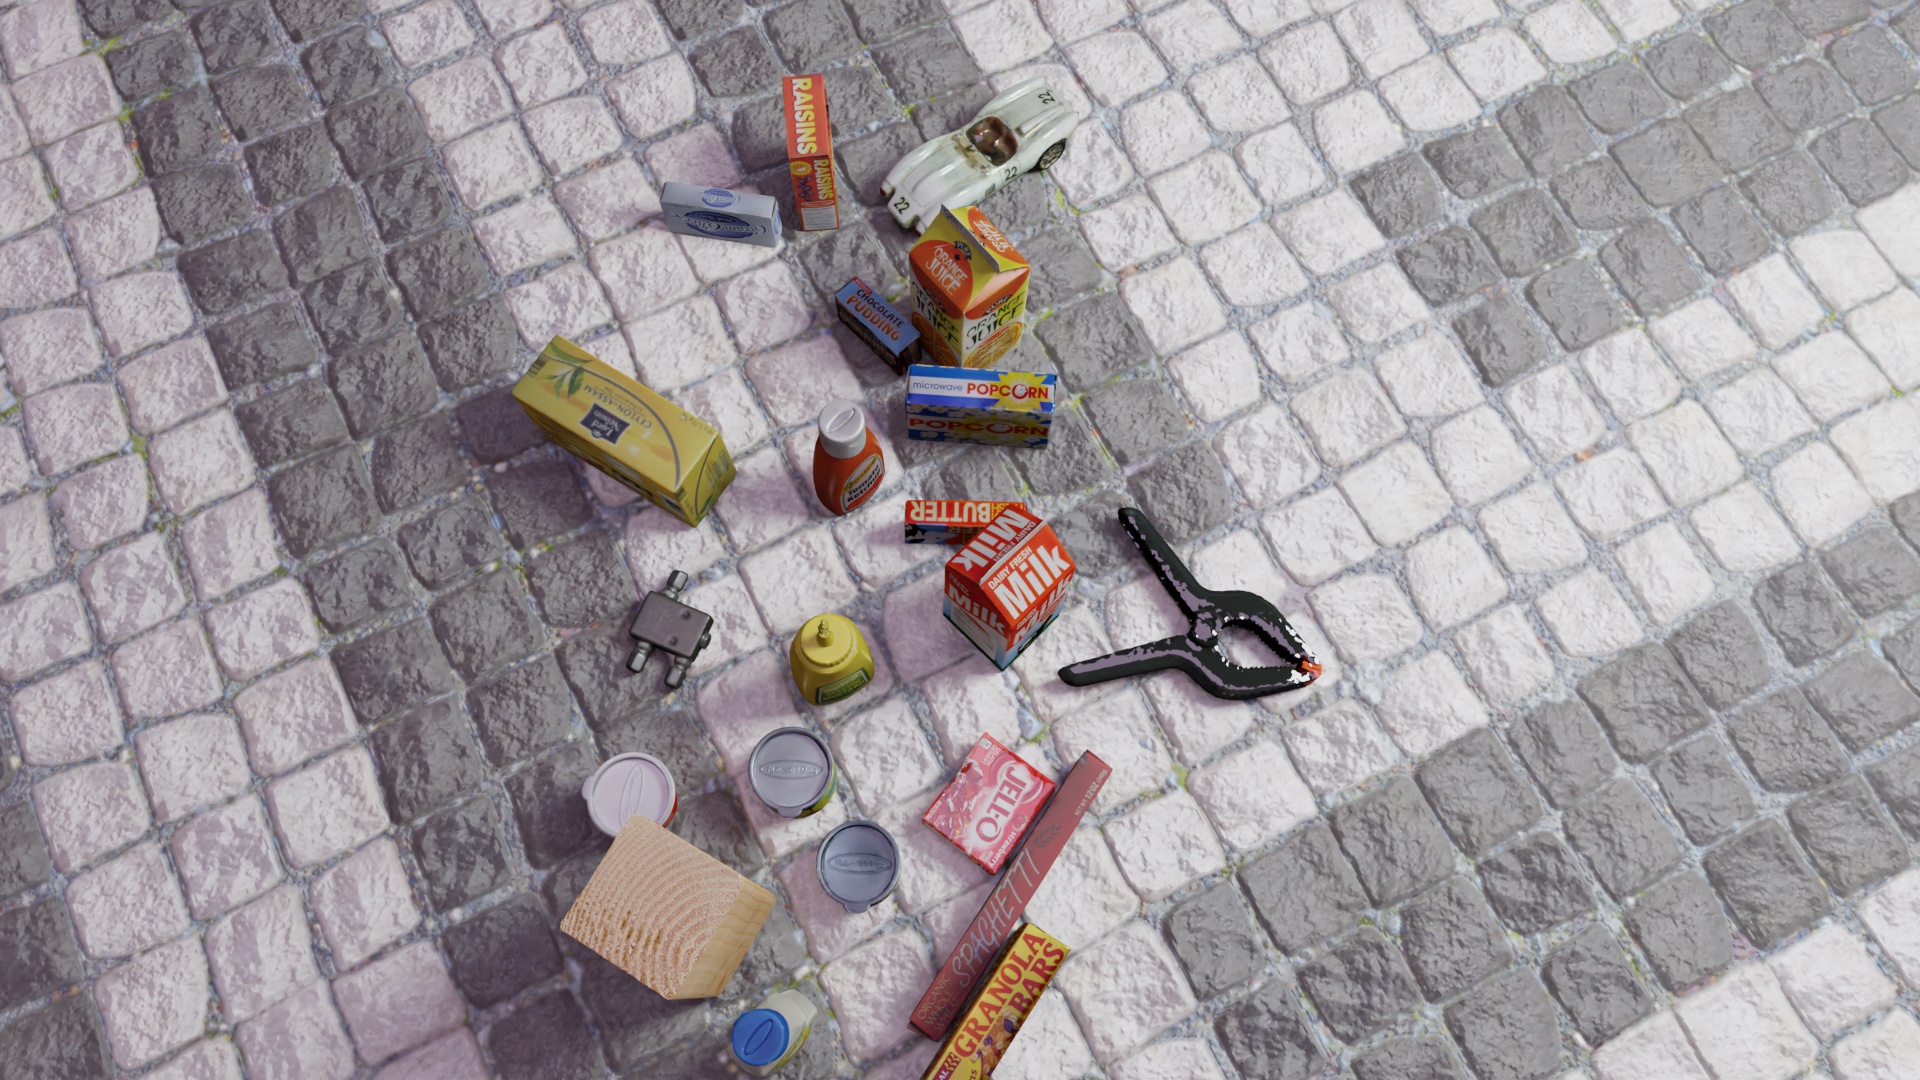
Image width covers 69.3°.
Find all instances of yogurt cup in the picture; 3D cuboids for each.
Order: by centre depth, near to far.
[{"bbox_3d":[-0.256,0.205,1.097,0.072,0.053,0.072,0,72,-1],"label":"yogurt cup"}]

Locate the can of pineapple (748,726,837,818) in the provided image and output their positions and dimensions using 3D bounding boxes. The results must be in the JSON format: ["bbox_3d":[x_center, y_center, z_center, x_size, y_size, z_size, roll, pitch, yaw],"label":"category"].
[{"bbox_3d":[-0.133,0.187,1.103,0.071,0.057,0.071,0,72,-1],"label":"can of pineapple"}]

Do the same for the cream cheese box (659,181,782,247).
[{"bbox_3d":[-0.217,-0.297,1.265,0.104,0.053,0.024,9,72,2],"label":"cream cheese box"}]

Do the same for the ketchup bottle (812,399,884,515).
[{"bbox_3d":[-0.094,-0.071,1.142,0.043,0.148,0.065,42,76,12],"label":"ketchup bottle"}]

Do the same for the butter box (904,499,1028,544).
[{"bbox_3d":[0.004,-0.015,1.176,0.103,0.053,0.024,1,72,-1],"label":"butter box"}]

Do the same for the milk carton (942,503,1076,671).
[{"bbox_3d":[0.037,0.035,1.088,0.073,0.190,0.072,44,77,12],"label":"milk carton"}]

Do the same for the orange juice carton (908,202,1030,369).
[{"bbox_3d":[0.006,-0.210,1.167,0.073,0.192,0.072,-37,76,-12],"label":"orange juice carton"}]

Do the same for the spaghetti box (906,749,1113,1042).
[{"bbox_3d":[0.040,0.276,1.081,0.029,0.050,0.251,33,74,9],"label":"spaghetti box"}]

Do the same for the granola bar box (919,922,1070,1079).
[{"bbox_3d":[0.015,0.360,1.014,0.039,0.124,0.166,33,74,9],"label":"granola bar box"}]

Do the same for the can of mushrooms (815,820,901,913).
[{"bbox_3d":[-0.080,0.258,1.094,0.071,0.033,0.071,0,72,-1],"label":"can of mushrooms"}]

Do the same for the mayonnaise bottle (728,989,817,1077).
[{"bbox_3d":[-0.137,0.356,1.000,0.041,0.147,0.065,37,75,10],"label":"mayonnaise bottle"}]

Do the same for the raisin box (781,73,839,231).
[{"bbox_3d":[-0.133,-0.346,1.246,0.040,0.123,0.086,-5,72,-2],"label":"raisin box"}]

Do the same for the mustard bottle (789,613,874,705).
[{"bbox_3d":[-0.103,0.089,1.083,0.065,0.159,0.049,-25,74,-8],"label":"mustard bottle"}]

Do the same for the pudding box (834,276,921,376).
[{"bbox_3d":[-0.072,-0.191,1.234,0.030,0.049,0.084,-43,77,-13],"label":"pudding box"}]

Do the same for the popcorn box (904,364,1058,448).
[{"bbox_3d":[0.017,-0.114,1.192,0.127,0.085,0.038,4,72,0],"label":"popcorn box"}]
